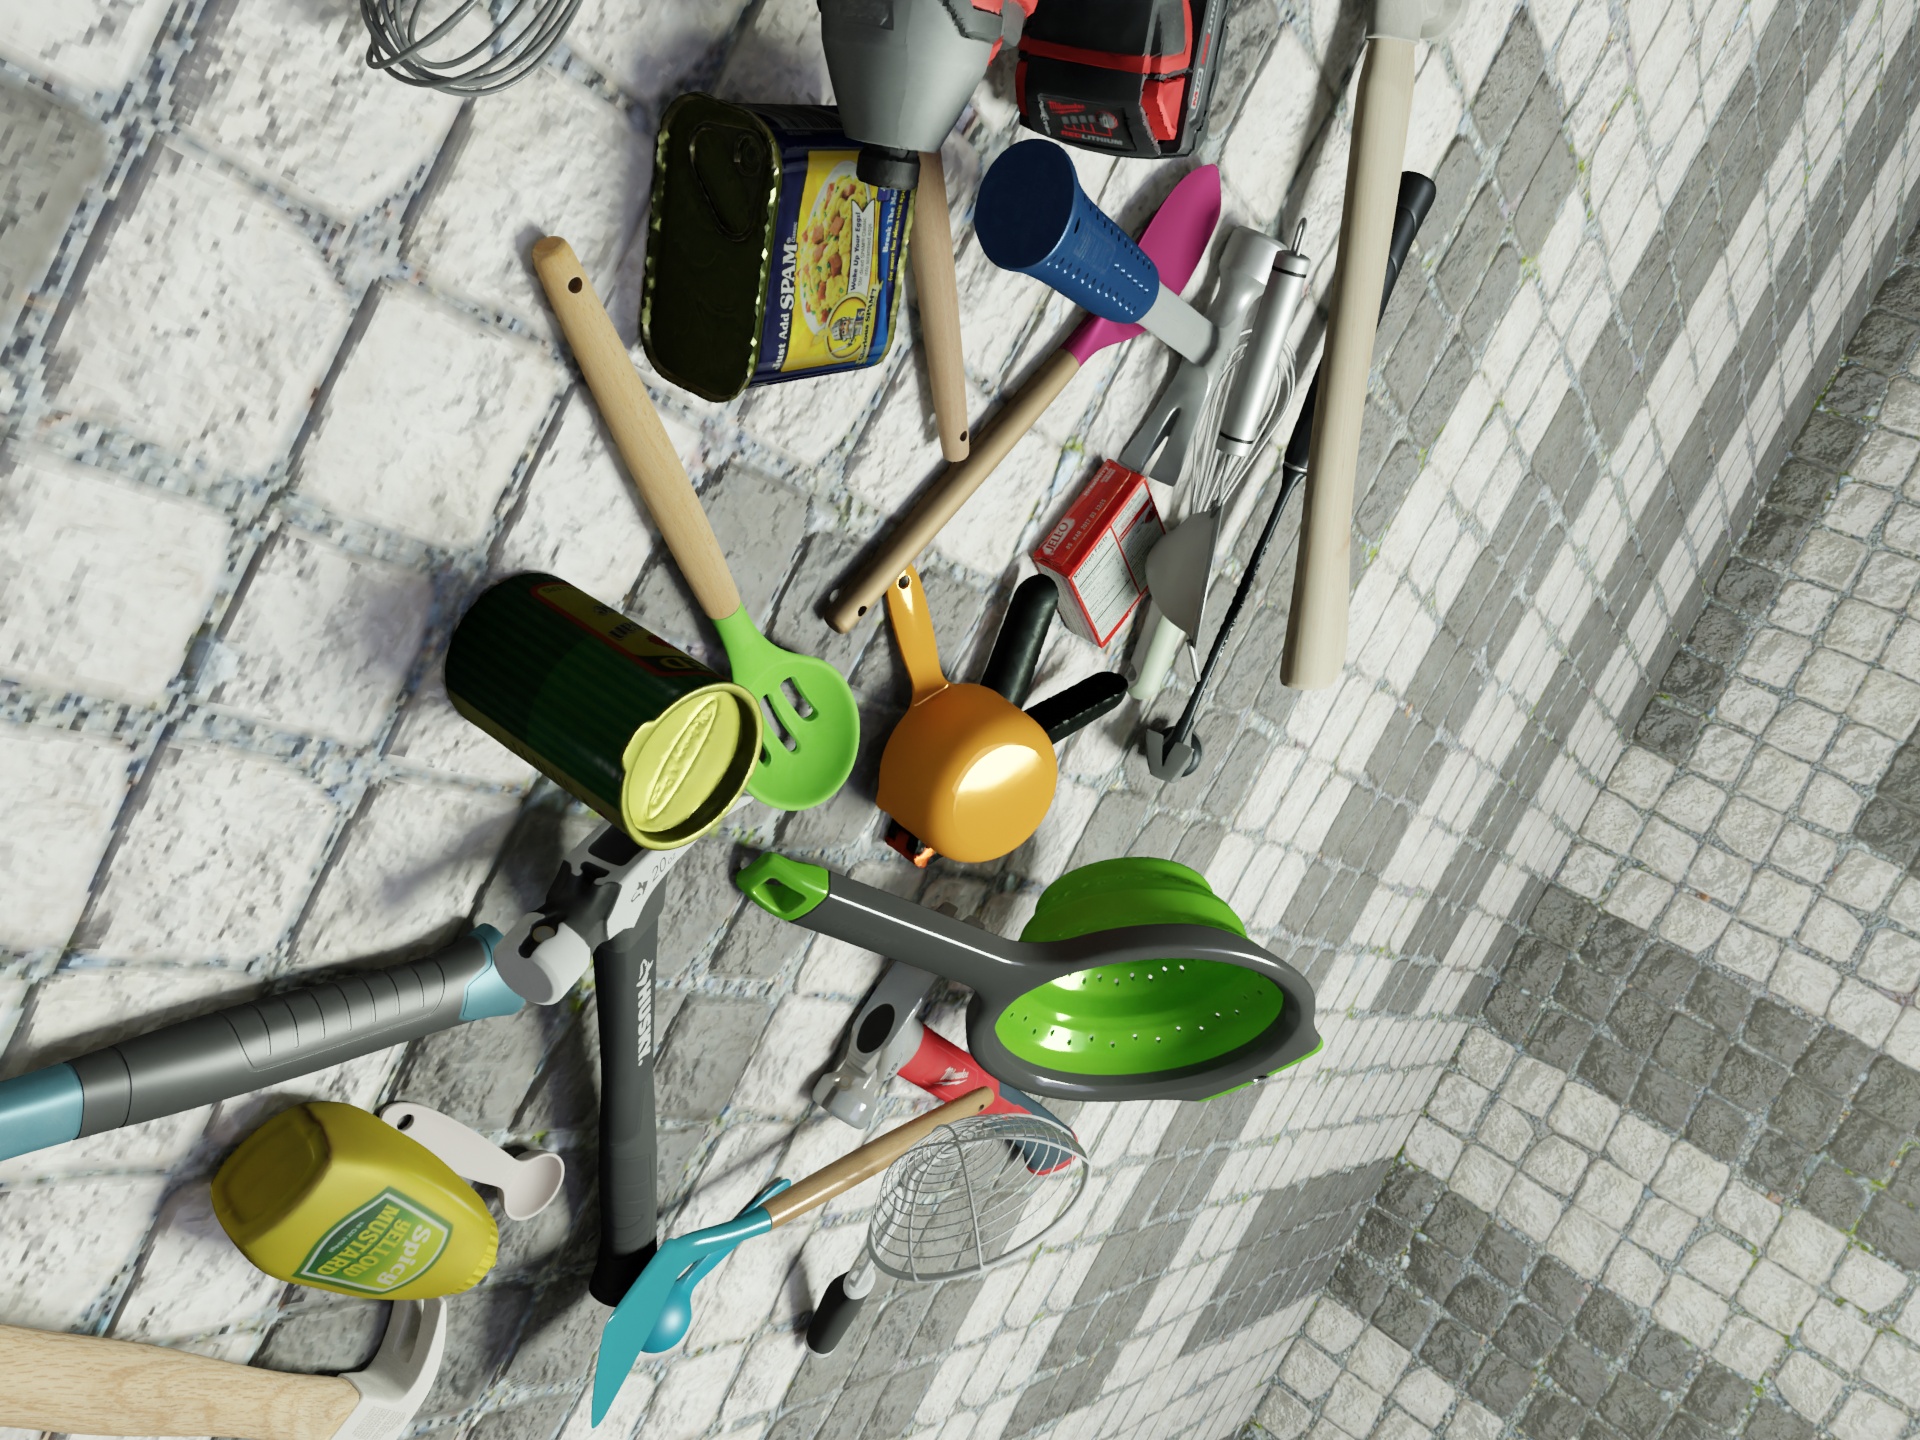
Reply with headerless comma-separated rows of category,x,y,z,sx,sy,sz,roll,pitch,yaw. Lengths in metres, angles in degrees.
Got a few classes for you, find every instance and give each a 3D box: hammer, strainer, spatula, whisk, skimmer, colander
hammer,0.217,-0.215,0.907,0.146,0.038,0.410,-18,118,-50
hammer,0.080,-0.183,0.711,0.144,0.035,0.405,-65,166,13
hammer,0.023,0.245,1.100,0.143,0.038,0.385,-56,150,-10
strainer,0.145,-0.144,0.867,0.087,0.050,0.258,-69,175,-67
spatula,-0.018,-0.235,0.639,0.060,0.018,0.315,-39,143,-27
whisk,0.144,-0.120,0.964,0.059,0.058,0.246,6,119,-21
skimmer,-0.028,0.336,0.951,0.127,0.090,0.363,-33,158,-37
hammer,-0.154,0.170,0.749,0.146,0.035,0.334,-54,160,-47
hammer,0.206,-0.148,1.008,0.149,0.036,0.409,-10,123,-77
hammer,-0.293,0.252,0.600,0.130,0.031,0.331,-53,157,-17
whisk,-0.094,-0.274,0.463,0.239,0.055,0.055,-58,150,-13
hammer,-0.285,0.122,0.533,0.331,0.033,0.128,-11,124,-53
spatula,-0.084,0.277,0.895,0.317,0.044,0.082,-18,131,-44
colander,0.042,0.117,0.908,0.396,0.095,0.204,26,134,-34

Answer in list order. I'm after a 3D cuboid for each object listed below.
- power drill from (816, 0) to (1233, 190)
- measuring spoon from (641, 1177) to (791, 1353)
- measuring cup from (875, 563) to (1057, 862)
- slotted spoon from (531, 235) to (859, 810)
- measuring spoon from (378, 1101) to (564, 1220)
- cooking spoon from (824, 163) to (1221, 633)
power drill,0.025,-0.263,0.575,0.219,0.079,0.143,-27,132,-57
measuring spoon,-0.140,0.322,0.934,0.128,0.021,0.042,-43,146,-25
measuring cup,-0.001,-0.003,0.803,0.095,0.052,0.173,-30,129,-20
slotted spoon,-0.104,-0.065,0.650,0.070,0.031,0.313,-45,145,-20
measuring spoon,-0.222,0.193,0.714,0.034,0.018,0.124,-56,143,-16
cooking spoon,0.038,-0.162,0.786,0.319,0.017,0.068,-51,153,-17
